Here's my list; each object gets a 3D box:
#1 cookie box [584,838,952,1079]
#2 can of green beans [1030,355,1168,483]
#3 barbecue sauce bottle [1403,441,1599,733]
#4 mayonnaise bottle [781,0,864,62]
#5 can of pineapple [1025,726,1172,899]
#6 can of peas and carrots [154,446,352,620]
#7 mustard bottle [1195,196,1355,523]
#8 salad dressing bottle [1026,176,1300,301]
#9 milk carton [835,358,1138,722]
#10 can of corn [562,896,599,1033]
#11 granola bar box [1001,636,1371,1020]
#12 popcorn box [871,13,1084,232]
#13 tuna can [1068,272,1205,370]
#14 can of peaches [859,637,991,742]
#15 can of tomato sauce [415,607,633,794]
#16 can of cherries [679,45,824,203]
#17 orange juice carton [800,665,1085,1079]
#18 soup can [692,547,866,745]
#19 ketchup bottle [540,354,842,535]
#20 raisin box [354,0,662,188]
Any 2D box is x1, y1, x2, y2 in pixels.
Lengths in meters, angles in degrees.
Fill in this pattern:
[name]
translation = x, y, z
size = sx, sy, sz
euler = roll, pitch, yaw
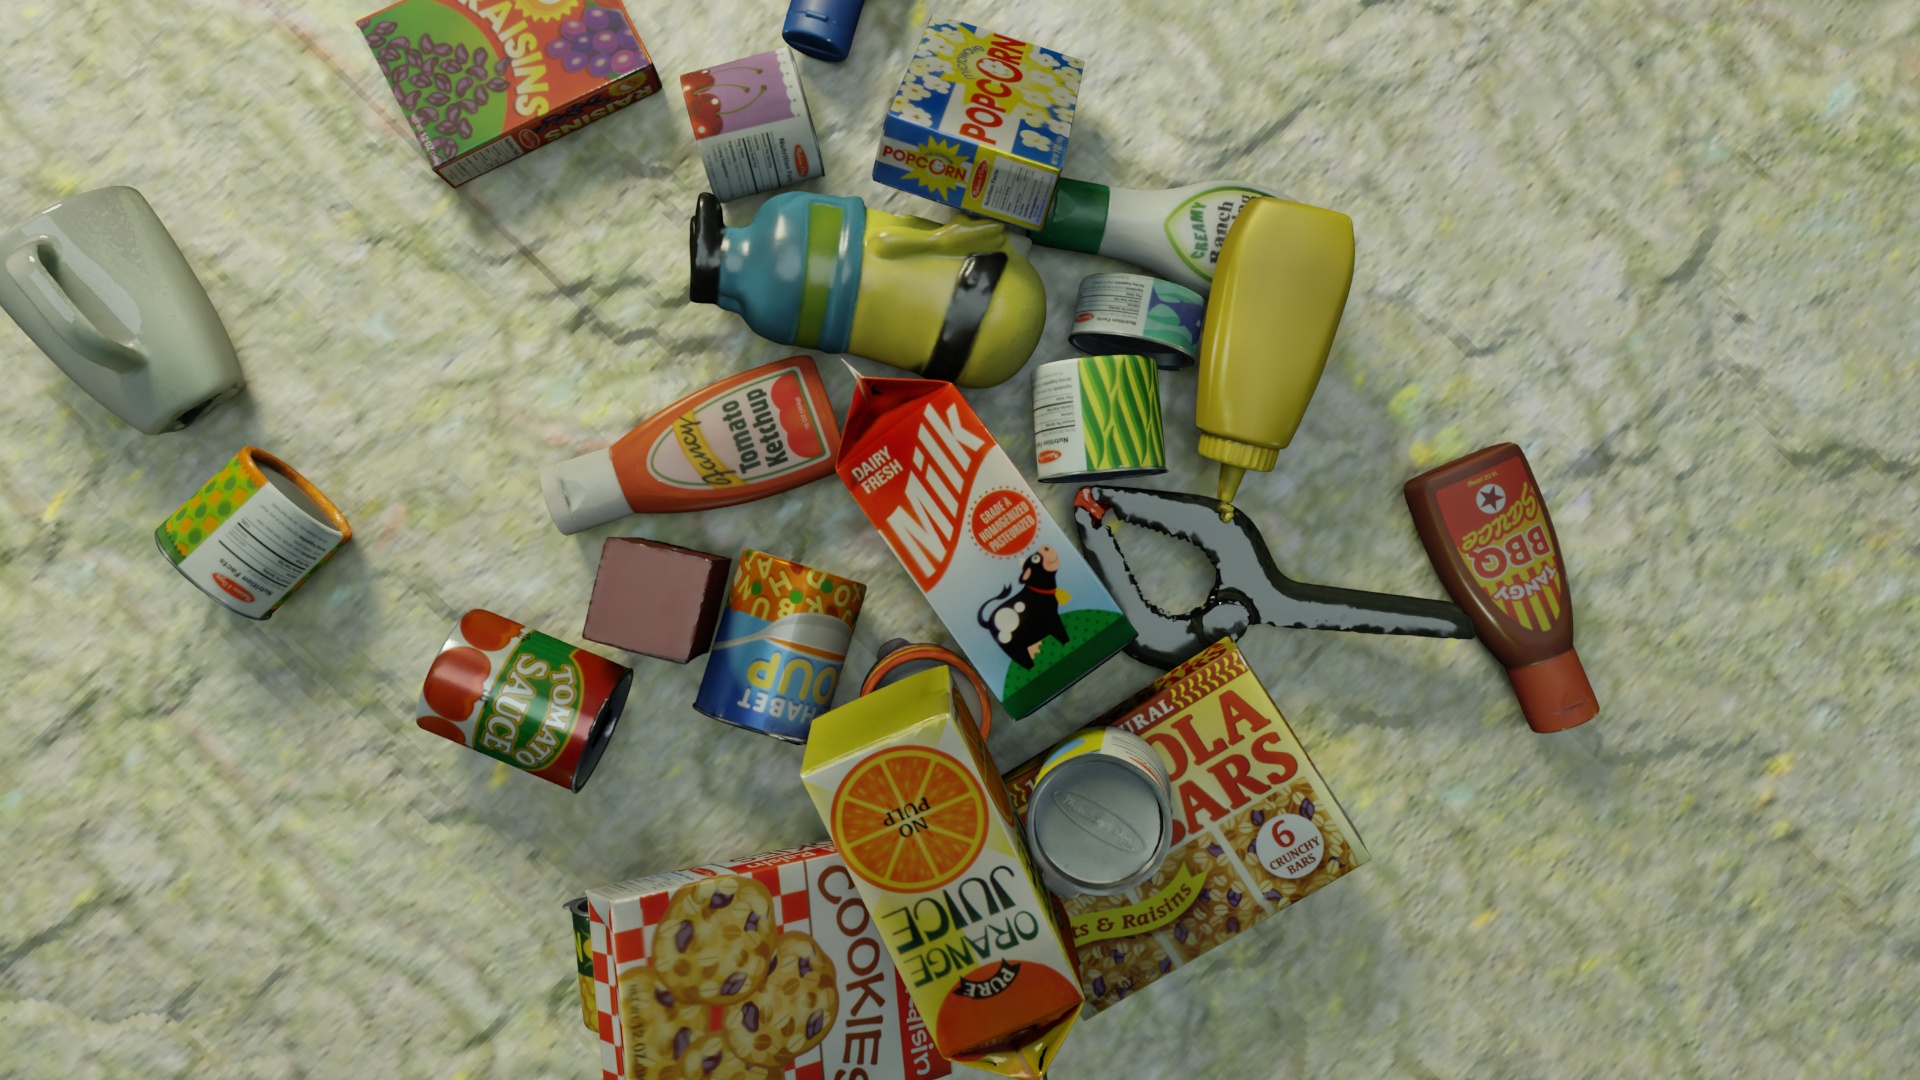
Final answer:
[cookie box]
translation = -0.087, 0.213, 0.665
size = 0.168, 0.040, 0.123
euler = -5, 89, -34
[can of green beans]
translation = 0.070, -0.061, 0.709
size = 0.071, 0.071, 0.058
euler = -4, 88, -4
[barbecue sauce bottle]
translation = 0.290, 0.027, 0.731
size = 0.065, 0.043, 0.148
euler = -22, 90, -5
[mayonnaise bottle]
translation = -0.056, -0.327, 0.724
size = 0.065, 0.041, 0.148
euler = 17, 88, -1
[can of pineapple]
translation = 0.065, 0.126, 0.651
size = 0.071, 0.058, 0.071
euler = 1, 95, 9
[can of peas and carrots]
translation = -0.345, -0.005, 0.681
size = 0.071, 0.071, 0.059
euler = 45, 86, -1
[mustard bottle]
translation = 0.148, -0.087, 0.691
size = 0.065, 0.049, 0.160
euler = 13, 100, -1
[salad dressing bottle]
translation = 0.110, -0.161, 0.726
size = 0.148, 0.044, 0.064
euler = 9, 91, -3
[milk carton]
translation = 0.002, -0.009, 0.687
size = 0.073, 0.072, 0.191
euler = -36, 81, 1
[can of corn]
translation = -0.158, 0.204, 0.684
size = 0.071, 0.071, 0.058
euler = -7, 89, -4
[granola bar box]
translation = 0.100, 0.144, 0.698
size = 0.165, 0.039, 0.124
euler = -33, 91, 10
[popcorn box]
translation = 0.011, -0.208, 0.686
size = 0.085, 0.127, 0.038
euler = 16, 132, -3
[tuna can]
translation = 0.092, -0.112, 0.714
size = 0.071, 0.071, 0.033
euler = 12, 87, -3
[can of peaches]
translation = -0.020, 0.084, 0.701
size = 0.071, 0.058, 0.071
euler = 0, 89, -4
[can of tomato sauce]
translation = -0.214, 0.078, 0.683
size = 0.083, 0.071, 0.071
euler = 23, 87, -2
[can of cherries]
translation = -0.106, -0.212, 0.705
size = 0.058, 0.071, 0.071
euler = -16, 89, -3
[orange juice carton]
translation = 0.001, 0.163, 0.644
size = 0.073, 0.072, 0.192
euler = -24, 101, 4
[soup can]
translation = -0.088, 0.053, 0.692
size = 0.071, 0.071, 0.084
euler = 17, 87, -3
[ketchup bottle]
translation = -0.136, -0.043, 0.706
size = 0.149, 0.043, 0.064
euler = -19, 91, -4
[raisin box]
translation = -0.228, -0.248, 0.710
size = 0.123, 0.040, 0.086
euler = -27, 89, -5
